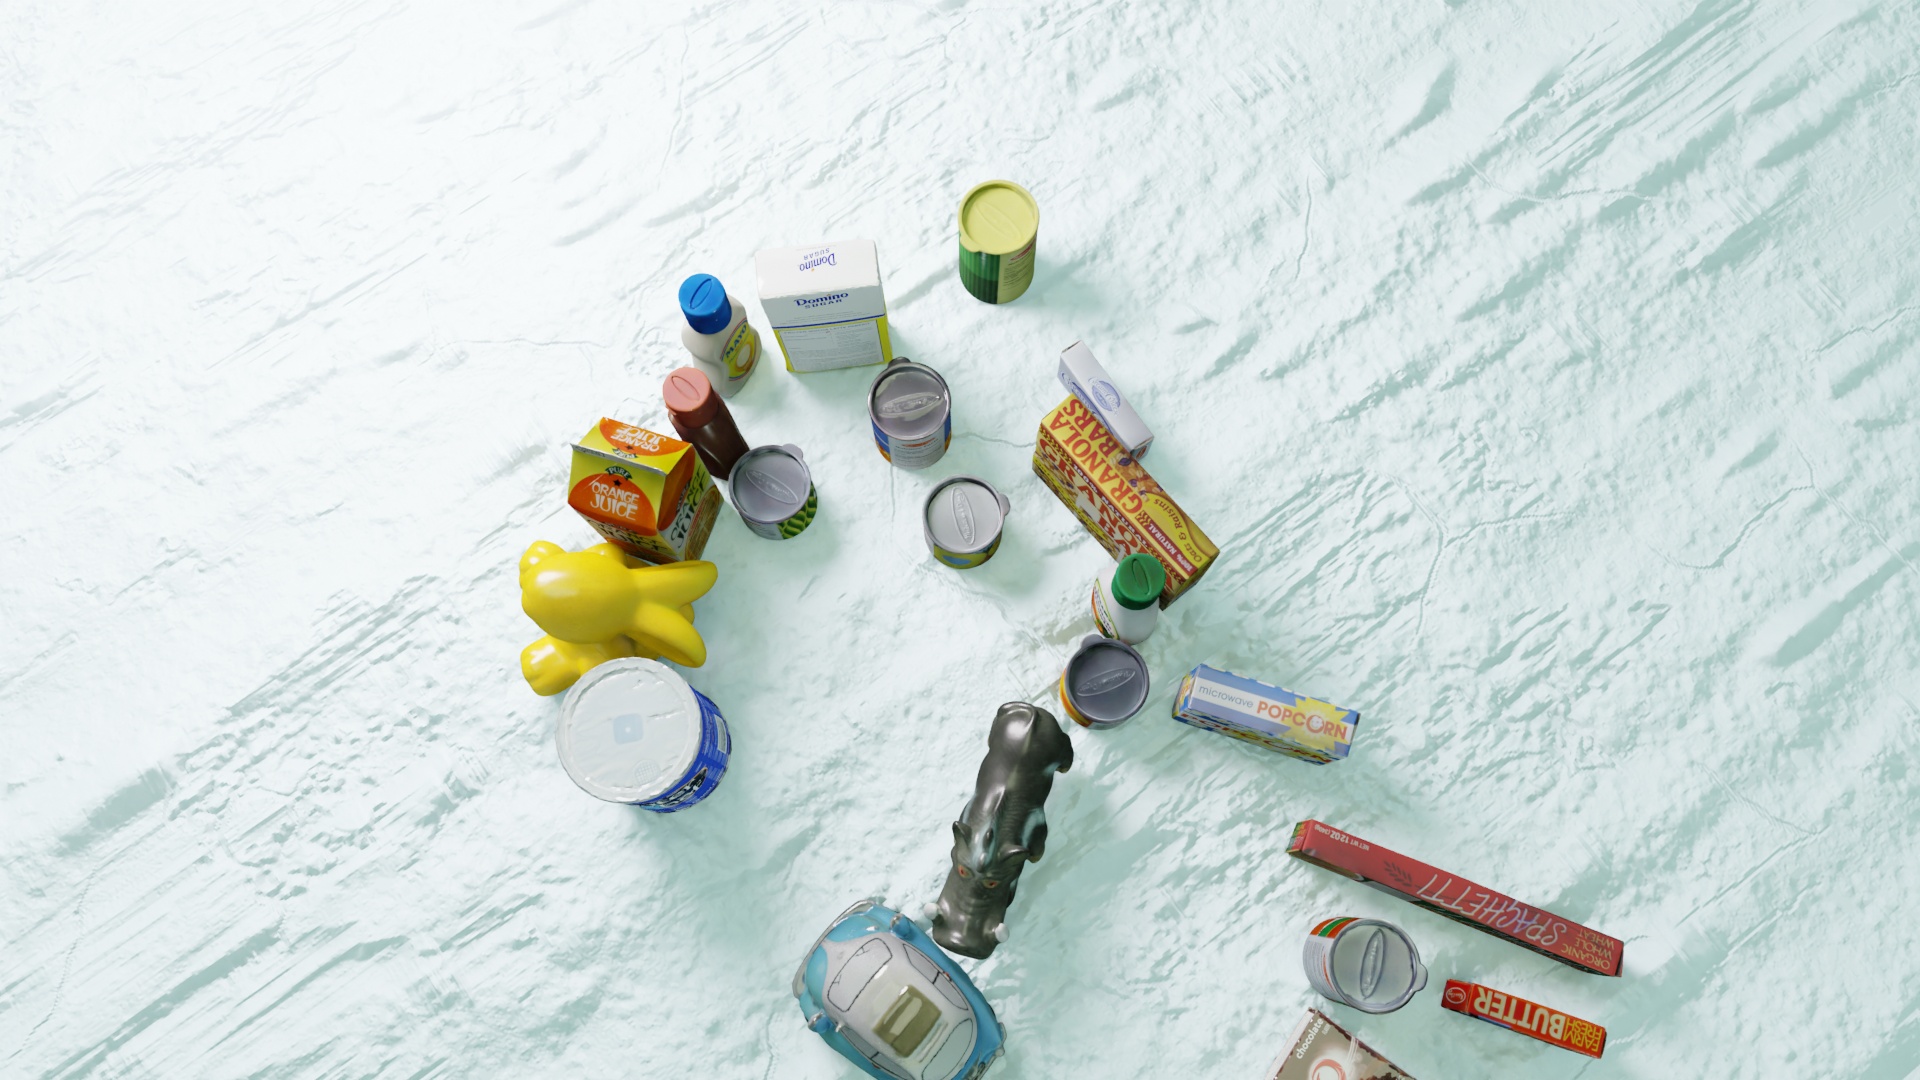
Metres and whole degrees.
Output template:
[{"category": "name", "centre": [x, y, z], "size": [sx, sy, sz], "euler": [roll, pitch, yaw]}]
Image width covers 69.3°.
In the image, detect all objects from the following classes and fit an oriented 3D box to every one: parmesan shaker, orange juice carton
[{"category": "parmesan shaker", "centre": [0.028, -0.246, 1.162], "size": [0.071, 0.103, 0.071], "euler": [0, 76, 0]}, {"category": "orange juice carton", "centre": [-0.240, -0.036, 1.060], "size": [0.072, 0.192, 0.073], "euler": [18, 77, 4]}]

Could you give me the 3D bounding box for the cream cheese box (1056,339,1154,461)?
[{"category": "cream cheese box", "centre": [0.119, -0.112, 1.154], "size": [0.024, 0.053, 0.104], "euler": [-34, 78, -8]}]

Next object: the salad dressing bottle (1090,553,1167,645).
[{"category": "salad dressing bottle", "centre": [0.129, 0.043, 1.065], "size": [0.044, 0.147, 0.064], "euler": [-17, 77, -4]}]

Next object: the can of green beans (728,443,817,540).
[{"category": "can of green beans", "centre": [-0.151, -0.038, 1.131], "size": [0.071, 0.057, 0.071], "euler": [0, 76, 0]}]

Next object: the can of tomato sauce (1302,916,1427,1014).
[{"category": "can of tomato sauce", "centre": [0.297, 0.313, 1.028], "size": [0.071, 0.083, 0.071], "euler": [0, 76, 0]}]

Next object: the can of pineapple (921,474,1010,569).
[{"category": "can of pineapple", "centre": [0.004, -0.014, 1.125], "size": [0.071, 0.057, 0.071], "euler": [0, 76, 0]}]

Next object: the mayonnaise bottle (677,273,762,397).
[{"category": "mayonnaise bottle", "centre": [-0.196, -0.168, 1.118], "size": [0.041, 0.147, 0.065], "euler": [28, 78, 7]}]

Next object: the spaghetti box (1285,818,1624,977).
[{"category": "spaghetti box", "centre": [0.374, 0.272, 1.056], "size": [0.250, 0.050, 0.029], "euler": [21, 77, 5]}]

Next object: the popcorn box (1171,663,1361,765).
[{"category": "popcorn box", "centre": [0.233, 0.135, 1.073], "size": [0.127, 0.085, 0.038], "euler": [17, 77, 4]}]

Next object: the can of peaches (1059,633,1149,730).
[{"category": "can of peaches", "centre": [0.112, 0.112, 1.093], "size": [0.071, 0.058, 0.071], "euler": [0, 76, 0]}]

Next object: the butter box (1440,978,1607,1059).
[{"category": "butter box", "centre": [0.418, 0.355, 1.033], "size": [0.103, 0.053, 0.024], "euler": [18, 77, 4]}]

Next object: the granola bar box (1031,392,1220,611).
[{"category": "granola bar box", "centre": [0.125, -0.026, 1.095], "size": [0.039, 0.124, 0.166], "euler": [-40, 79, -9]}]

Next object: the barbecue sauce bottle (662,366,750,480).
[{"category": "barbecue sauce bottle", "centre": [-0.204, -0.094, 1.098], "size": [0.065, 0.148, 0.044], "euler": [42, 80, 9]}]

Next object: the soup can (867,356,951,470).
[{"category": "soup can", "centre": [-0.041, -0.103, 1.135], "size": [0.071, 0.083, 0.071], "euler": [0, 76, 0]}]
